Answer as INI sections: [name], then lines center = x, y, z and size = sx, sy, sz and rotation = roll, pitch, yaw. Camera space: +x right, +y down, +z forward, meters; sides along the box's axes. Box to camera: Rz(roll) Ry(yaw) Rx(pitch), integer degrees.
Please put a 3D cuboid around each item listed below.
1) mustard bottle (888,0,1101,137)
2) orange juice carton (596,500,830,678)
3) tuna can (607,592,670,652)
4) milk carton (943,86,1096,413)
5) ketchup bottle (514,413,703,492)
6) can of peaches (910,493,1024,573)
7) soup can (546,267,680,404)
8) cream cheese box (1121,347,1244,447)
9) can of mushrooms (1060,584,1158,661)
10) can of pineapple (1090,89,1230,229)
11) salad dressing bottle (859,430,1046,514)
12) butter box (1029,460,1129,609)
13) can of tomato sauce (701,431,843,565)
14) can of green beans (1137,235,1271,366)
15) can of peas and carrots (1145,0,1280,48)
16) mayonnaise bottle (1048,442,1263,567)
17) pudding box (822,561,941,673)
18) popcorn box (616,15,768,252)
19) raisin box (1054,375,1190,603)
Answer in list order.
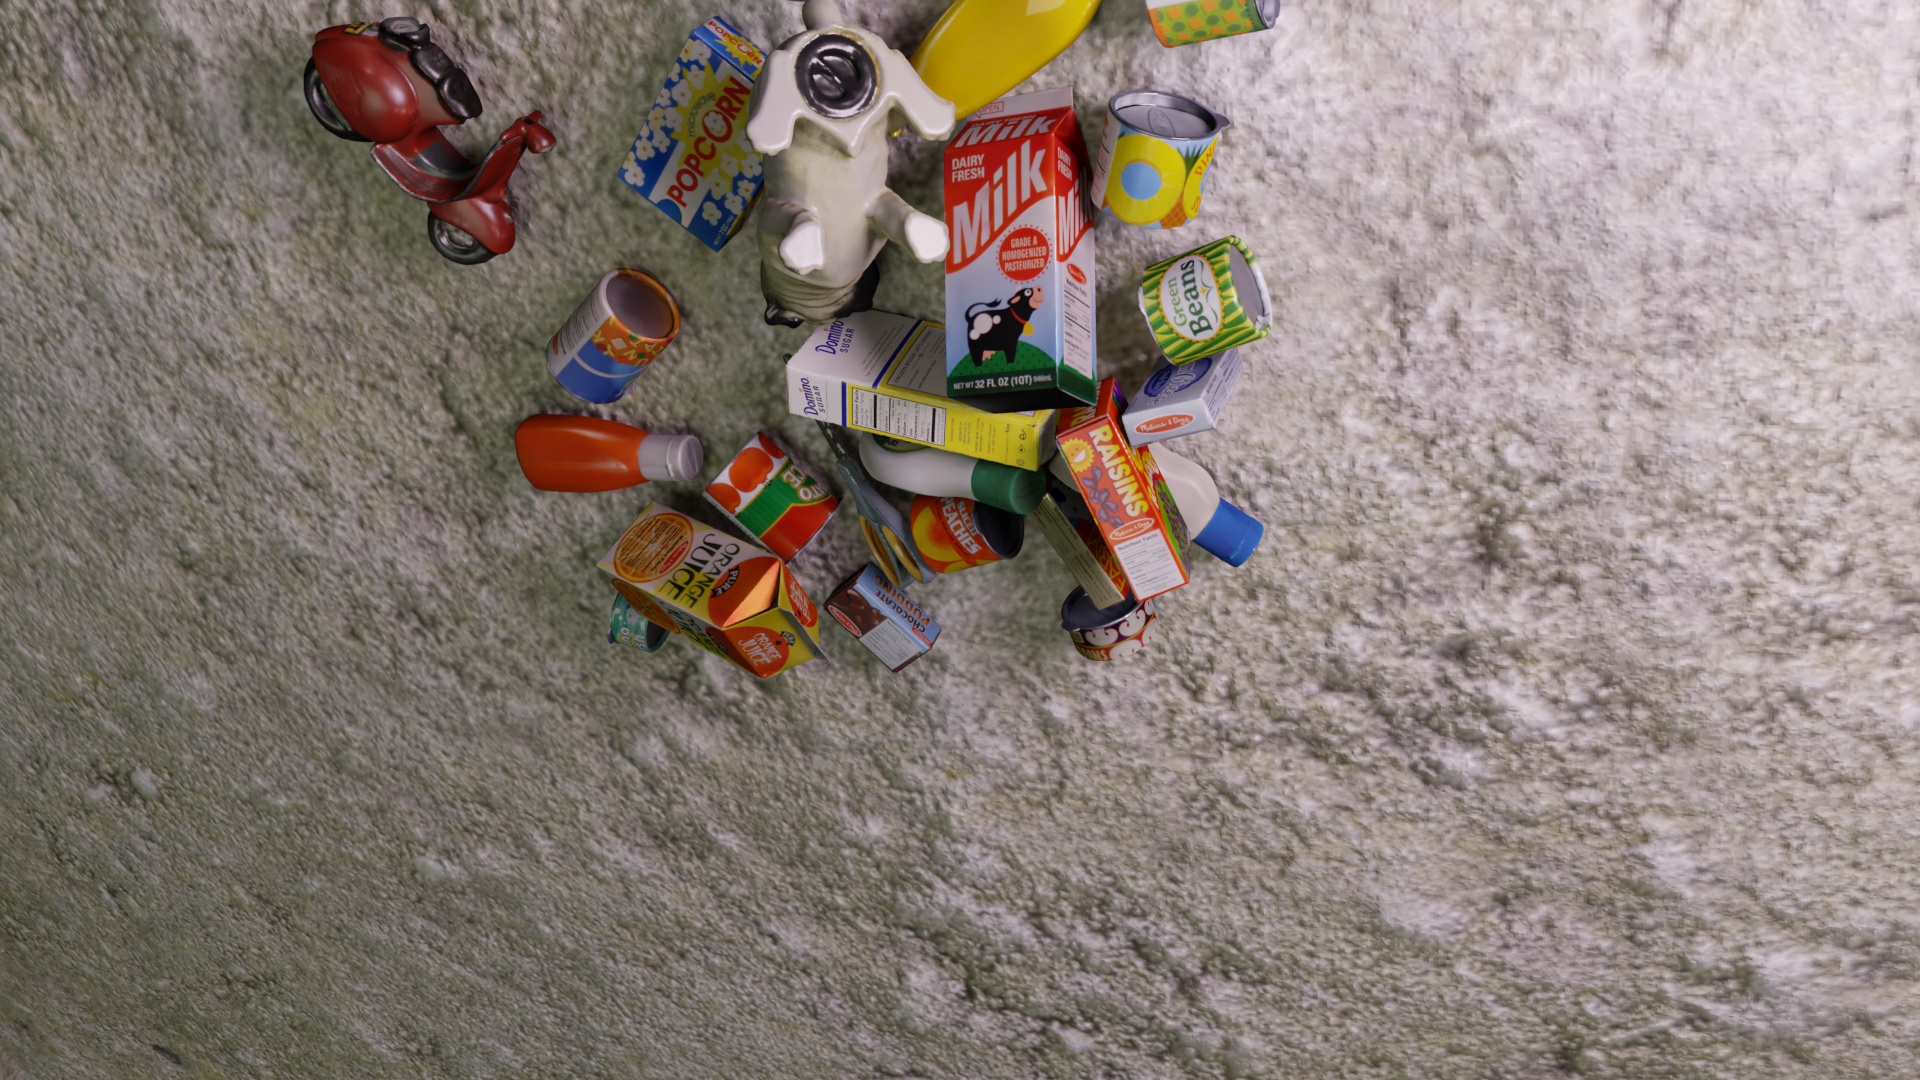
[mustard bottle]
center = 0.010, -0.288, 0.814
size = 0.159, 0.049, 0.065
rotation = -30, 108, 38
[orange juice carton]
center = -0.183, 0.043, 1.073
size = 0.193, 0.073, 0.071
rotation = 22, 154, 34
[tuna can]
center = -0.268, 0.062, 1.175
size = 0.033, 0.071, 0.070
rotation = 16, 129, 10
[milk carton]
center = 0.036, -0.177, 0.837
size = 0.072, 0.073, 0.190
rotation = -2, 85, 24
[ketchup bottle]
center = -0.278, -0.067, 1.101
size = 0.149, 0.044, 0.064
rotation = 3, 127, 20
[can of peaches]
center = 0.004, -0.013, 1.007
size = 0.058, 0.071, 0.071
rotation = -14, 118, 32
[soup can]
center = -0.251, -0.148, 1.017
size = 0.071, 0.072, 0.083
rotation = 44, 129, -12
[cream cheese box]
center = 0.141, -0.093, 0.868
size = 0.053, 0.104, 0.024
rotation = -10, 113, 27
[can of mushrooms]
center = 0.108, 0.057, 1.015
size = 0.071, 0.071, 0.033
rotation = -8, 123, 27
[can of pineapple]
center = 0.115, -0.221, 0.808
size = 0.071, 0.071, 0.057
rotation = 18, 130, 9
[salad dressing bottle]
center = -0.006, -0.053, 0.960
size = 0.148, 0.064, 0.043
rotation = 20, 128, 41
[butter box]
center = 0.086, -0.005, 0.990
size = 0.024, 0.053, 0.103
rotation = -24, 113, 32
[can of tomato sauce]
center = -0.143, -0.034, 1.056
size = 0.083, 0.071, 0.071
rotation = 42, 129, -10
[can of green beans]
center = 0.151, -0.146, 0.848
size = 0.057, 0.071, 0.071
rotation = -17, 117, 31
[can of peas and carrots]
center = 0.134, -0.301, 0.743
size = 0.058, 0.071, 0.070
rotation = -3, 123, 25
[mayonnaise bottle]
center = 0.137, -0.035, 0.954
size = 0.148, 0.041, 0.064
rotation = 32, 125, -4
[pudding box]
center = -0.063, 0.062, 1.117
size = 0.083, 0.030, 0.049
rotation = 43, 130, -12
[popcorn box]
center = -0.159, -0.264, 0.909
size = 0.085, 0.038, 0.126
rotation = 37, 130, -8
[raisin box]
center = 0.105, -0.034, 0.888
size = 0.040, 0.086, 0.123
rotation = -22, 108, 18
